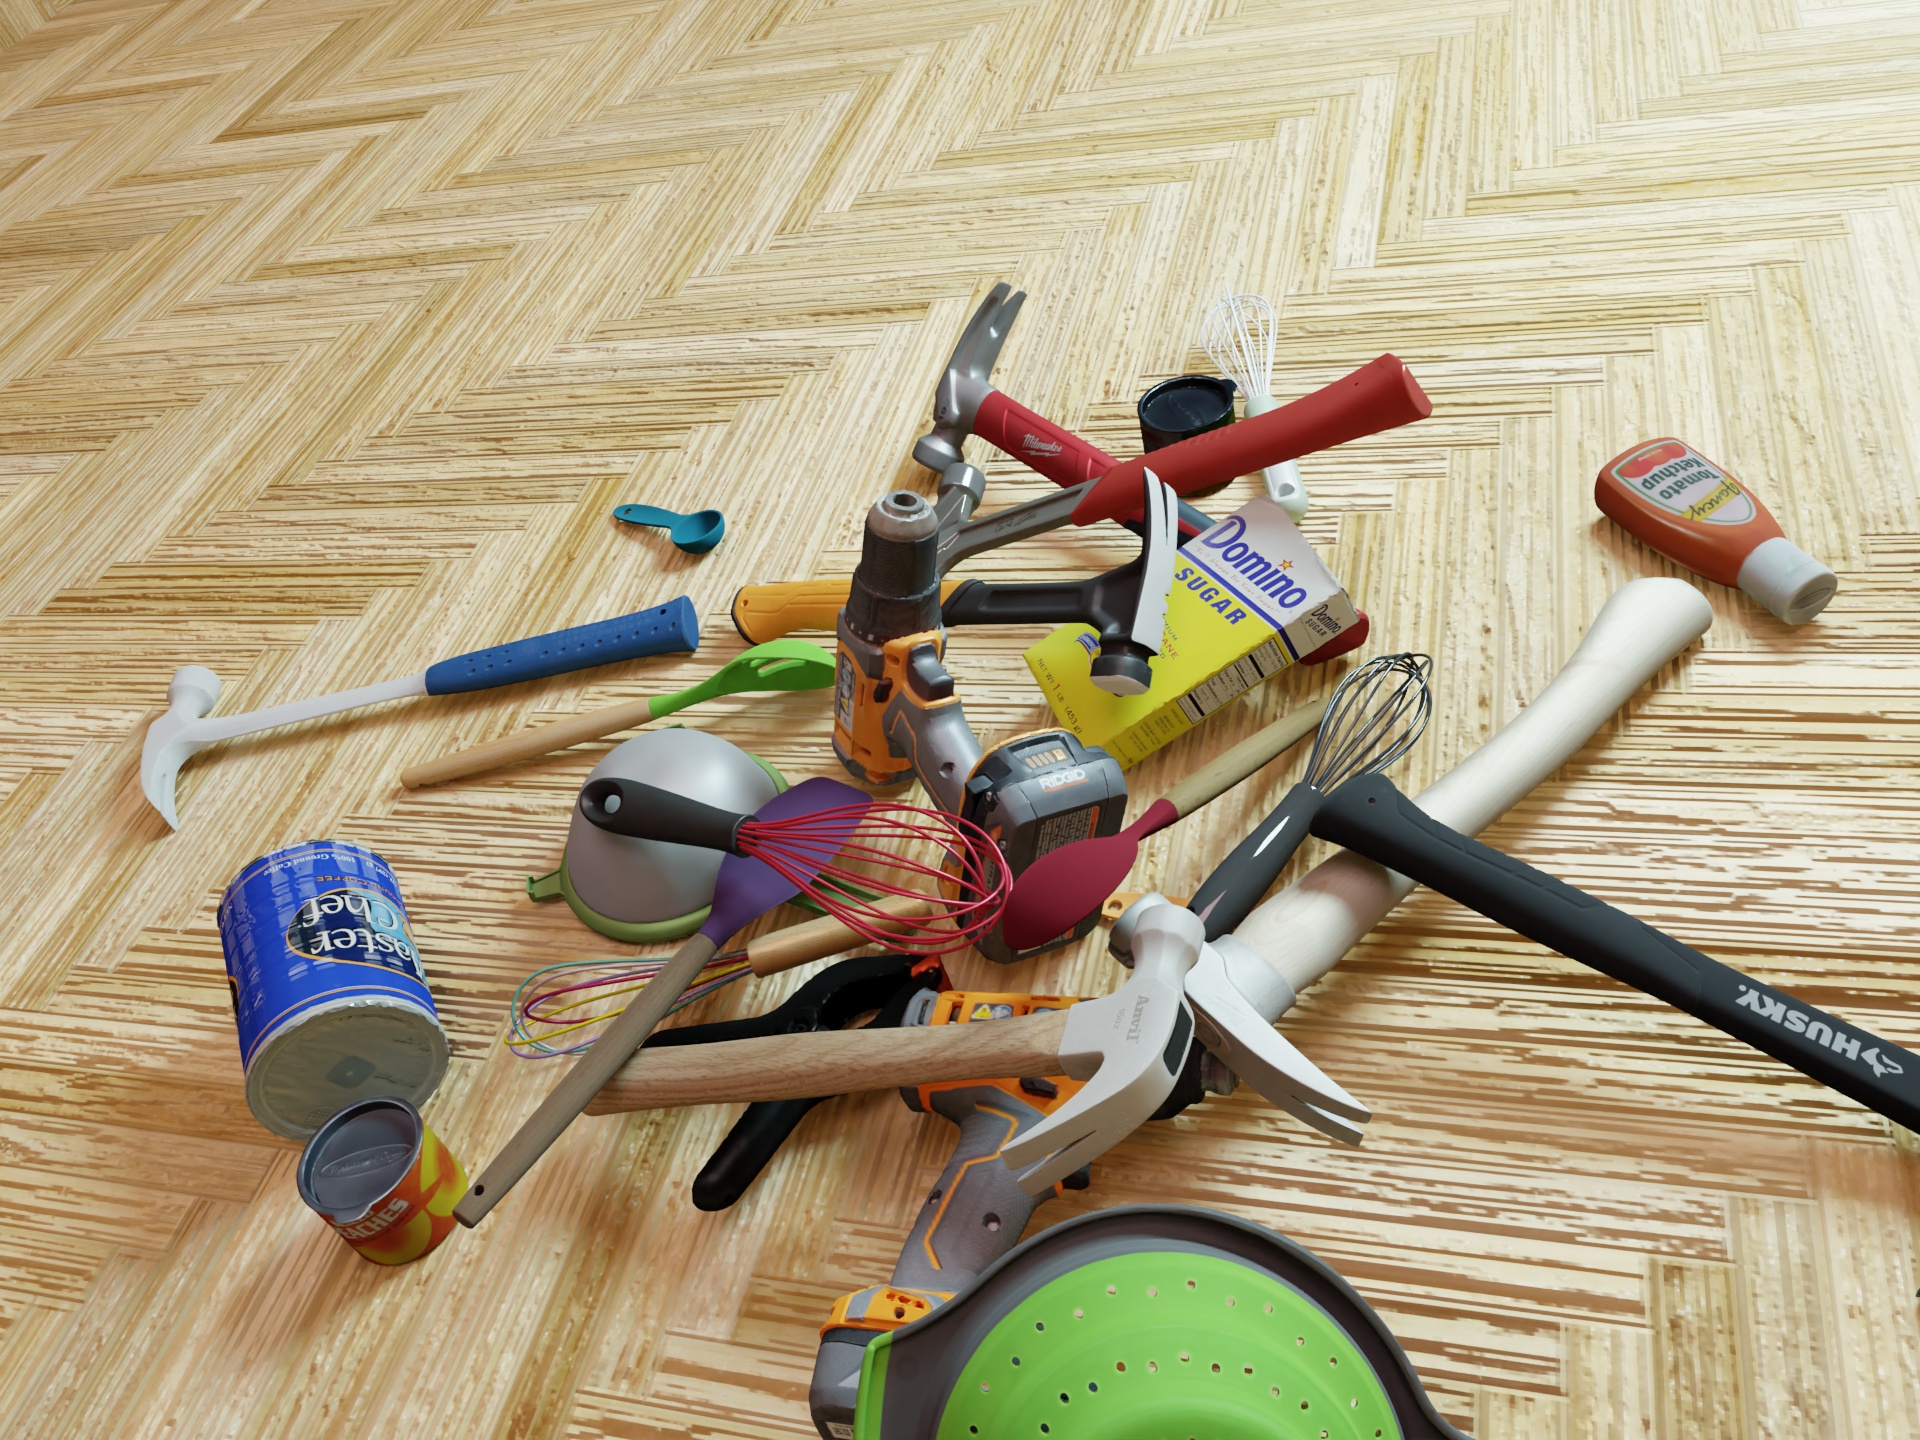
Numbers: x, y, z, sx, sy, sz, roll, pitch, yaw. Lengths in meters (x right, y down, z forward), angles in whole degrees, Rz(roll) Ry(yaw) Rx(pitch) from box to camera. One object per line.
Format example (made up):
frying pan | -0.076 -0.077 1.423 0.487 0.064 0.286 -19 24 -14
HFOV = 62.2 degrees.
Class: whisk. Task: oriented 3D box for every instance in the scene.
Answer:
whisk | -0.098 0.065 0.830 0.296 0.073 0.073 10 50 36
whisk | 0.211 -0.227 1.126 0.058 0.059 0.247 -17 48 14
whisk | -0.133 0.134 0.864 0.245 0.047 0.051 -18 69 3
whisk | 0.186 0.042 0.858 0.055 0.055 0.239 25 59 36

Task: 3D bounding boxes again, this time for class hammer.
hammer | 0.110 -0.139 0.970 0.359 0.036 0.149 -13 49 38
hammer | 0.269 0.044 0.814 0.410 0.038 0.146 -34 58 -26
hammer | -0.050 0.160 0.738 0.331 0.031 0.130 -12 35 29
hammer | 0.312 0.115 0.708 0.335 0.035 0.146 27 59 21
hammer | -0.018 -0.080 0.992 0.337 0.034 0.127 1 74 39
hammer | -0.383 -0.021 1.117 0.405 0.035 0.144 -12 43 6
hammer | 0.119 -0.160 1.050 0.387 0.038 0.143 39 110 37

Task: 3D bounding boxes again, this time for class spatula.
spatula | -0.149 0.132 0.822 0.060 0.018 0.316 19 47 24

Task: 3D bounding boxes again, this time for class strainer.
strainer | -0.136 0.067 0.925 0.256 0.069 0.151 16 53 33

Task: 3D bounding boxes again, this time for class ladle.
ladle | 0.120 0.039 0.815 0.069 0.031 0.315 -22 3 42

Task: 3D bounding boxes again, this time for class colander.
colander | 0.156 0.281 0.549 0.397 0.094 0.204 1 83 1

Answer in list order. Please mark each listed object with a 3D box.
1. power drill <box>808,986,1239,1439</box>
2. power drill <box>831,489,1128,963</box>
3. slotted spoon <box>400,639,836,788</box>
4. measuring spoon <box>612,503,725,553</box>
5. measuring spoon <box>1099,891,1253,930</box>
power drill | 0.034 0.219 0.712 0.164 0.084 0.227 0 42 18
power drill | -0.001 -0.003 0.872 0.084 0.185 0.226 -14 42 -26
slotted spoon | -0.226 -0.002 1.041 0.314 0.070 0.031 -16 70 10
measuring spoon | -0.223 -0.146 1.210 0.129 0.021 0.042 17 52 42
measuring spoon | 0.124 0.106 0.848 0.117 0.011 0.021 4 42 26
